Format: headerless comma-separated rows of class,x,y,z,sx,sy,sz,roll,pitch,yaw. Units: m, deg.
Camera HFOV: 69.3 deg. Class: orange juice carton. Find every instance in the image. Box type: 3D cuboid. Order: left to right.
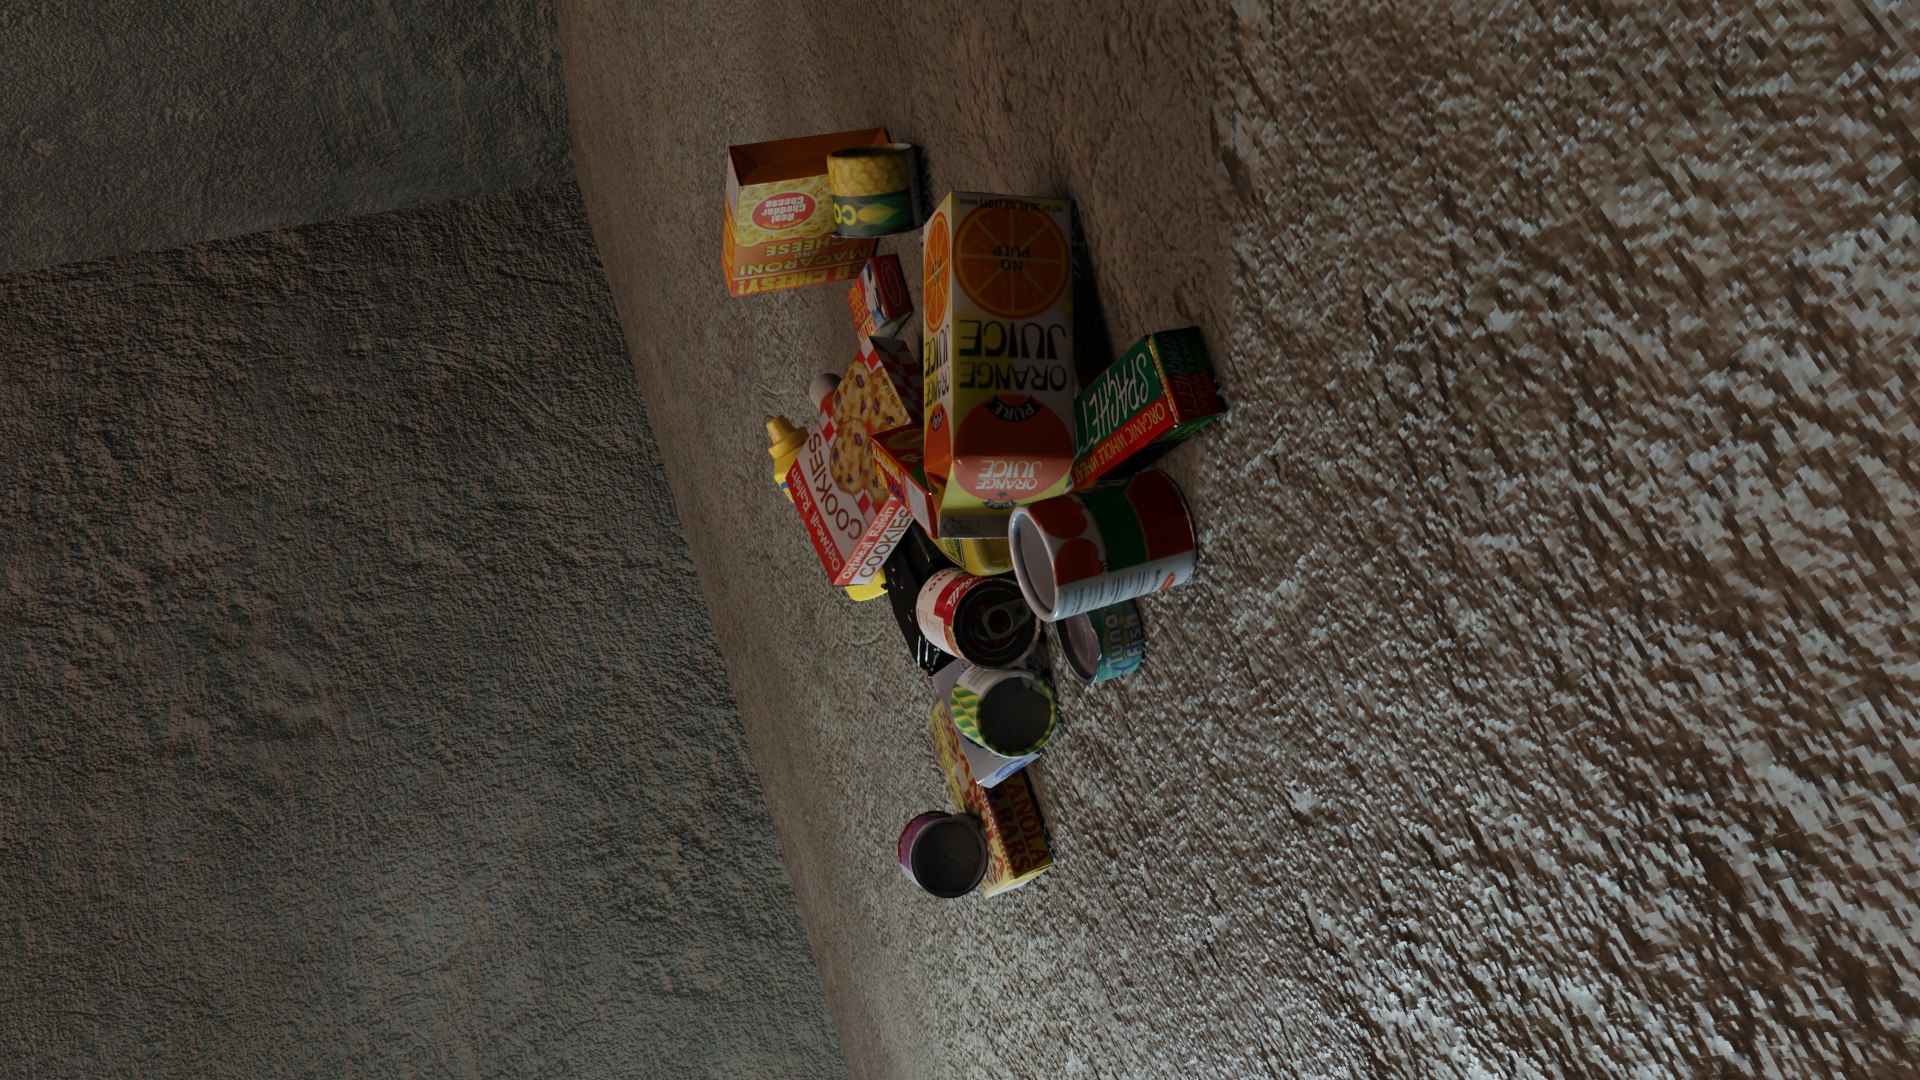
orange juice carton,0.021,-0.097,0.799,0.073,0.072,0.192,161,109,-75

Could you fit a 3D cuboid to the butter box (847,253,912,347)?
butter box,-0.069,-0.199,1.167,0.103,0.024,0.053,152,102,-73

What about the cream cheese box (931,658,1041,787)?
cream cheese box,0.020,0.140,1.110,0.024,0.053,0.104,30,-152,-53

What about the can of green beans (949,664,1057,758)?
can of green beans,0.032,0.125,1.036,0.058,0.071,0.071,-168,64,-71

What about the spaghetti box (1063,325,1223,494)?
spaghetti box,0.080,-0.057,0.792,0.249,0.029,0.050,141,113,-72

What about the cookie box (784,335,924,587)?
cookie box,-0.076,-0.062,1.126,0.166,0.040,0.123,-54,49,35

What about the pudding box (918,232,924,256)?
pudding box,0.001,-0.190,0.936,0.084,0.030,0.049,-163,59,-71

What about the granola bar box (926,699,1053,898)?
granola bar box,0.023,0.212,1.185,0.123,0.039,0.166,115,138,-66

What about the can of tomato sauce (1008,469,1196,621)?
can of tomato sauce,0.076,0.001,0.761,0.071,0.083,0.071,166,89,-73

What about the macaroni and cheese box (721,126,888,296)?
macaroni and cheese box,-0.127,-0.264,1.126,0.165,0.124,0.040,120,136,-67

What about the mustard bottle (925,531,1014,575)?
mustard bottle,0.004,-0.013,1.042,0.160,0.049,0.065,-162,60,-70

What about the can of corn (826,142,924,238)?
can of corn,-0.065,-0.258,1.023,0.071,0.071,0.058,-137,37,-61

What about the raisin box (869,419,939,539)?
raisin box,-0.003,-0.050,0.969,0.124,0.086,0.040,-134,29,-59

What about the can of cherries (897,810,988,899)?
can of cherries,-0.014,0.260,1.165,0.058,0.071,0.071,160,95,-75

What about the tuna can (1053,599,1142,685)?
tuna can,0.085,0.054,0.862,0.071,0.033,0.071,167,89,-73

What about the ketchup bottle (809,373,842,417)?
ketchup bottle,-0.106,-0.111,1.326,0.149,0.043,0.064,-124,22,-50
